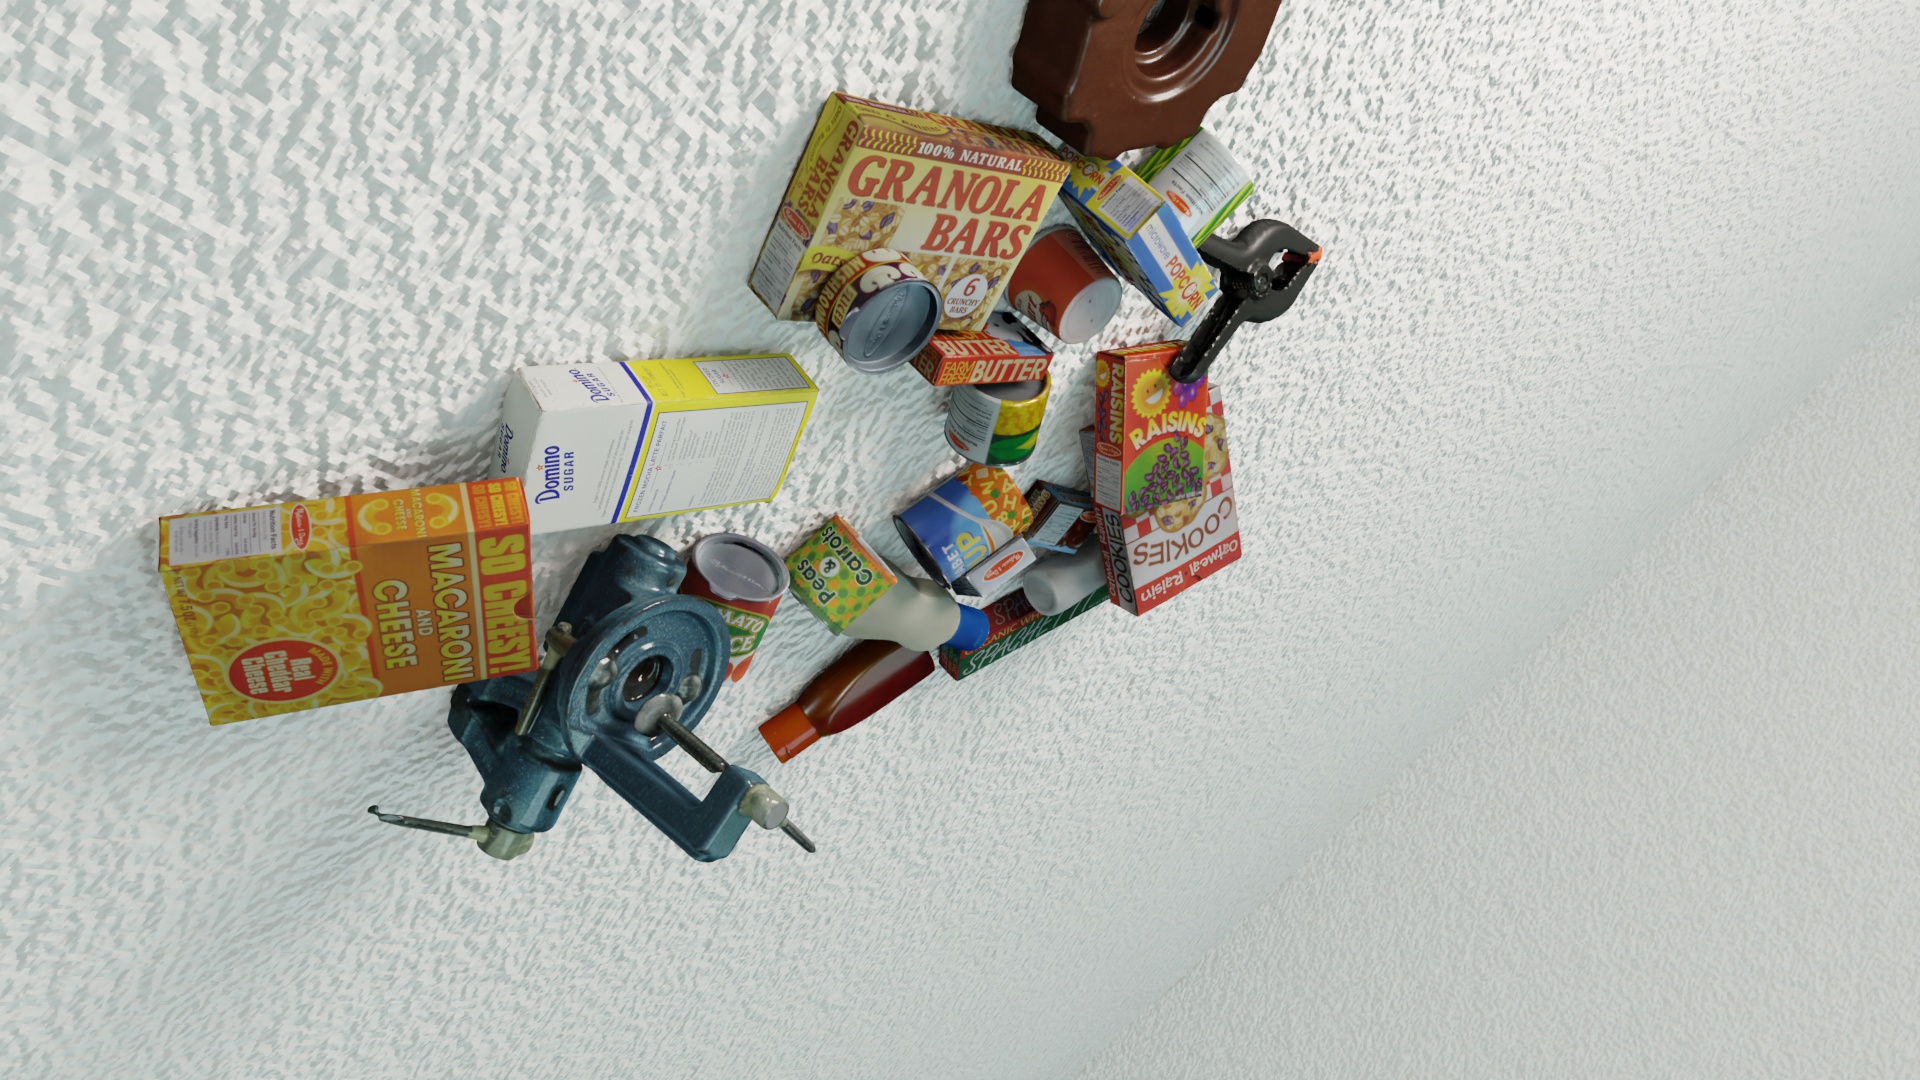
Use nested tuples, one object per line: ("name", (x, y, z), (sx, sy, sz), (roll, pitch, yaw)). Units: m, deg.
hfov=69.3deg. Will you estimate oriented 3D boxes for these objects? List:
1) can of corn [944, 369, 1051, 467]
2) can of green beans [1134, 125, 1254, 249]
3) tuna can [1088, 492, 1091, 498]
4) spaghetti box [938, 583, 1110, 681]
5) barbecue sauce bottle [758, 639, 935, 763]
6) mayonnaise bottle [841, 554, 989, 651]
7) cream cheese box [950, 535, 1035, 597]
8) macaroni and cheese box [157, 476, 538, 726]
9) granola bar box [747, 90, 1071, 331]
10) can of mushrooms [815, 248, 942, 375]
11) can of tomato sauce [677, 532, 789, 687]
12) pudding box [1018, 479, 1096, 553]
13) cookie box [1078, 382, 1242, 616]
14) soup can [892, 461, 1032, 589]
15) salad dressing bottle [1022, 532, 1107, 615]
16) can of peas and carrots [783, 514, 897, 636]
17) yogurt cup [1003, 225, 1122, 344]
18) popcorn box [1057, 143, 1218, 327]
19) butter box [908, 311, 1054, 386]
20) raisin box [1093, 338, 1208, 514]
("can of corn", (0.028, -0.095, 0.961), (0.071, 0.071, 0.058), (-22, 145, -31))
("can of green beans", (0.151, -0.234, 0.921), (0.058, 0.071, 0.071), (-45, 150, 5))
("tuna can", (0.144, -0.036, 1.208), (0.071, 0.033, 0.070), (-29, 148, -21))
("spaghetti box", (0.089, 0.052, 1.265), (0.251, 0.029, 0.049), (-26, 146, -25))
("barbecue sauce bottle", (-0.093, 0.125, 1.132), (0.149, 0.044, 0.064), (-35, 141, -11))
("mayonnaise bottle", (-0.038, 0.055, 1.080), (0.148, 0.041, 0.064), (21, 108, -46))
("cream cheese box", (0.021, 0.020, 1.094), (0.053, 0.024, 0.103), (-35, -175, -10))
("macaroni and cheese box", (-0.308, 0.032, 0.720), (0.167, 0.040, 0.123), (-8, 140, -21))
("granola bar box", (-0.028, -0.184, 0.804), (0.166, 0.039, 0.123), (-6, 136, -46))
("can of mushrooms", (-0.048, -0.129, 0.780), (0.071, 0.033, 0.070), (-29, 149, -19))
("can of tomato sauce", (-0.160, 0.048, 0.926), (0.071, 0.071, 0.082), (-8, 137, -44))
("pudding box", (0.080, -0.019, 1.159), (0.049, 0.030, 0.084), (-53, 149, 17))
("cookie box", (0.171, -0.036, 1.162), (0.123, 0.040, 0.166), (-27, 120, -24))
("soup can", (0.004, -0.013, 1.035), (0.084, 0.071, 0.071), (-35, 150, -11))
("salad dressing bottle", (0.122, 0.016, 1.231), (0.148, 0.044, 0.064), (-29, -167, -33))
("can of peas and carrots", (-0.088, 0.024, 0.980), (0.059, 0.071, 0.071), (-42, 150, 0))
("yogurt cup", (0.071, -0.168, 0.927), (0.072, 0.054, 0.072), (-30, 149, -21))
("popcorn box", (0.112, -0.200, 0.900), (0.038, 0.085, 0.126), (-46, 150, 5))
("butter box", (0.008, -0.126, 0.908), (0.104, 0.053, 0.024), (-9, 136, -43))
("raisin box", (0.147, -0.089, 1.077), (0.086, 0.040, 0.123), (-12, 111, -31))
